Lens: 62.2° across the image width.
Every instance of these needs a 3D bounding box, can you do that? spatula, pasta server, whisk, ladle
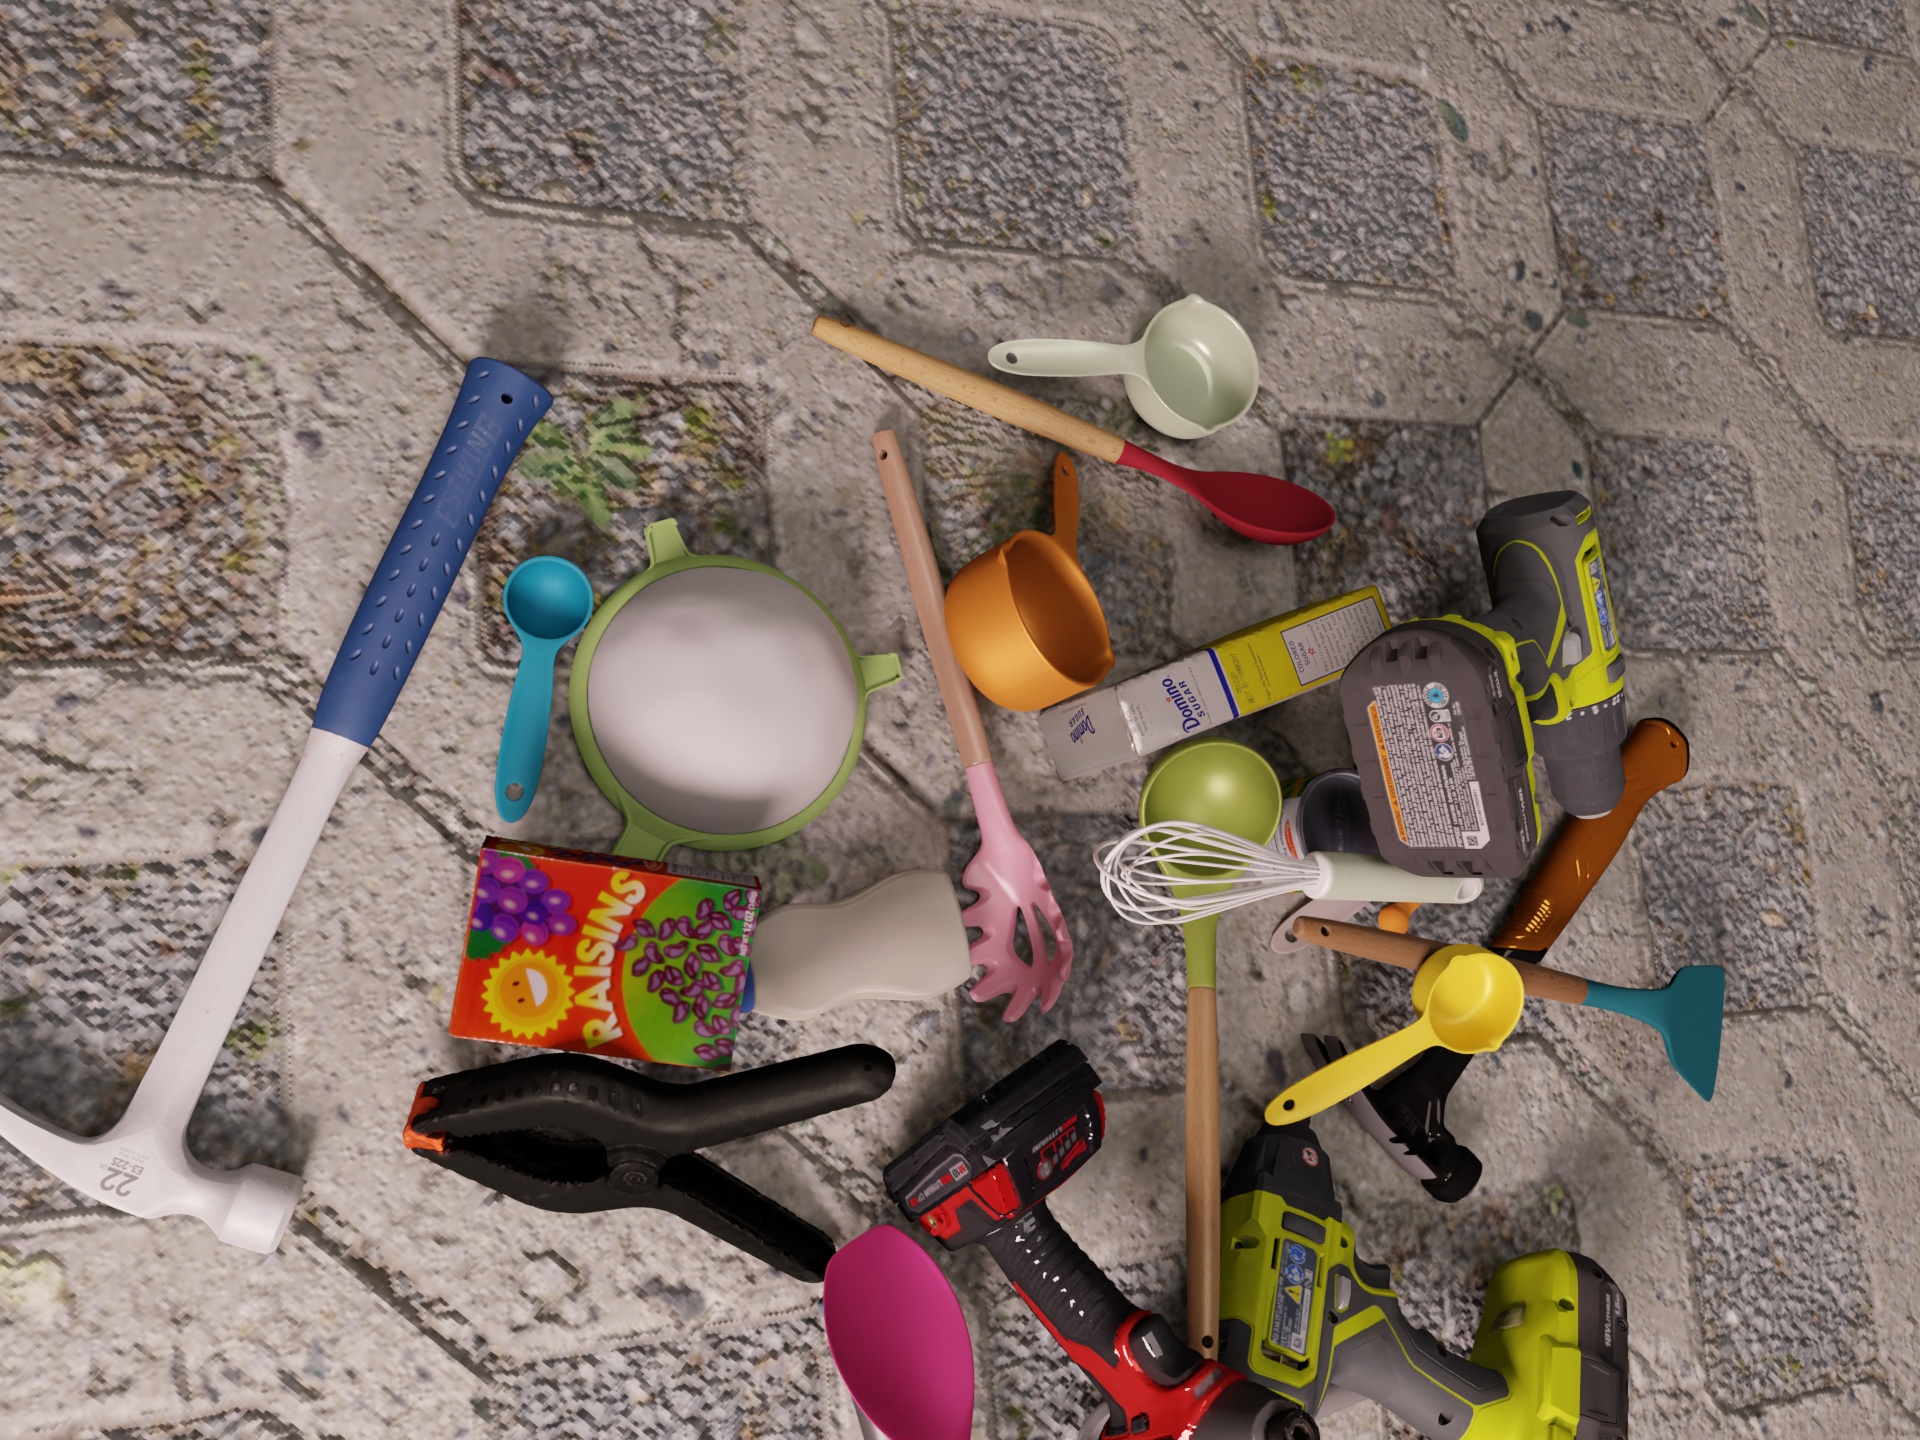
[{"bbox_3d":[0.324,0.151,0.907,0.317,0.044,0.082,15,78,-16],"label":"spatula"},{"bbox_3d":[-0.001,-0.003,0.829,0.040,0.060,0.316,-5,78,-63],"label":"pasta server"},{"bbox_3d":[0.175,0.079,0.817,0.246,0.059,0.057,5,114,-28],"label":"whisk"},{"bbox_3d":[0.127,0.162,0.815,0.078,0.062,0.320,6,68,-7],"label":"ladle"},{"bbox_3d":[0.066,-0.160,0.885,0.315,0.031,0.069,20,33,-14],"label":"ladle"}]

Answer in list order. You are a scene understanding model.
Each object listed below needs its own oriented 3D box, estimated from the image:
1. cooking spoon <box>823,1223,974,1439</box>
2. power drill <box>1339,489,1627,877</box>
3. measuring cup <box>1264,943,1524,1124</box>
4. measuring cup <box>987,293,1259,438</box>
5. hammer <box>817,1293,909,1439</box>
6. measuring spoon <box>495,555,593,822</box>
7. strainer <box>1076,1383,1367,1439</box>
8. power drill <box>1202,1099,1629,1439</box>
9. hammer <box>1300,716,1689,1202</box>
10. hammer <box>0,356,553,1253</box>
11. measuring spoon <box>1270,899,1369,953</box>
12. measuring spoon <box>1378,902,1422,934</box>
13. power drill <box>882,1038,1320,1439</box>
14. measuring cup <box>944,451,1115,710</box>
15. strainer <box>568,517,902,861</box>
[{"bbox_3d":[0.012,0.389,0.743,0.068,0.017,0.319,-22,89,-35],"label":"cooking spoon"},{"bbox_3d":[0.300,-0.005,0.863,0.228,0.080,0.190,-31,110,-45],"label":"power drill"},{"bbox_3d":[0.228,0.171,0.856,0.156,0.029,0.062,-28,106,-2],"label":"measuring cup"},{"bbox_3d":[0.088,-0.197,0.900,0.167,0.038,0.083,-3,82,-20],"label":"measuring cup"},{"bbox_3d":[-0.001,0.430,0.758,0.128,0.033,0.331,-16,87,-25],"label":"hammer"},{"bbox_3d":[-0.206,-0.015,0.763,0.042,0.021,0.128,10,86,-19],"label":"measuring spoon"},{"bbox_3d":[0.141,0.370,0.823,0.258,0.050,0.087,-7,79,-29],"label":"strainer"},{"bbox_3d":[0.235,0.312,0.838,0.223,0.080,0.171,25,55,-11],"label":"power drill"},{"bbox_3d":[0.338,0.115,0.948,0.127,0.034,0.337,47,68,-10],"label":"hammer"},{"bbox_3d":[-0.288,0.015,0.711,0.144,0.035,0.406,25,73,-17],"label":"hammer"},{"bbox_3d":[0.225,0.099,0.919,0.124,0.018,0.034,-30,87,-17],"label":"measuring spoon"},{"bbox_3d":[0.286,0.086,0.944,0.117,0.011,0.021,-44,98,-22],"label":"measuring spoon"},{"bbox_3d":[0.069,0.267,0.731,0.078,0.143,0.220,-27,75,-35],"label":"power drill"},{"bbox_3d":[0.036,-0.079,0.848,0.095,0.052,0.174,42,36,-31],"label":"measuring cup"},{"bbox_3d":[-0.131,0.031,0.753,0.151,0.069,0.256,31,70,-15],"label":"strainer"}]
